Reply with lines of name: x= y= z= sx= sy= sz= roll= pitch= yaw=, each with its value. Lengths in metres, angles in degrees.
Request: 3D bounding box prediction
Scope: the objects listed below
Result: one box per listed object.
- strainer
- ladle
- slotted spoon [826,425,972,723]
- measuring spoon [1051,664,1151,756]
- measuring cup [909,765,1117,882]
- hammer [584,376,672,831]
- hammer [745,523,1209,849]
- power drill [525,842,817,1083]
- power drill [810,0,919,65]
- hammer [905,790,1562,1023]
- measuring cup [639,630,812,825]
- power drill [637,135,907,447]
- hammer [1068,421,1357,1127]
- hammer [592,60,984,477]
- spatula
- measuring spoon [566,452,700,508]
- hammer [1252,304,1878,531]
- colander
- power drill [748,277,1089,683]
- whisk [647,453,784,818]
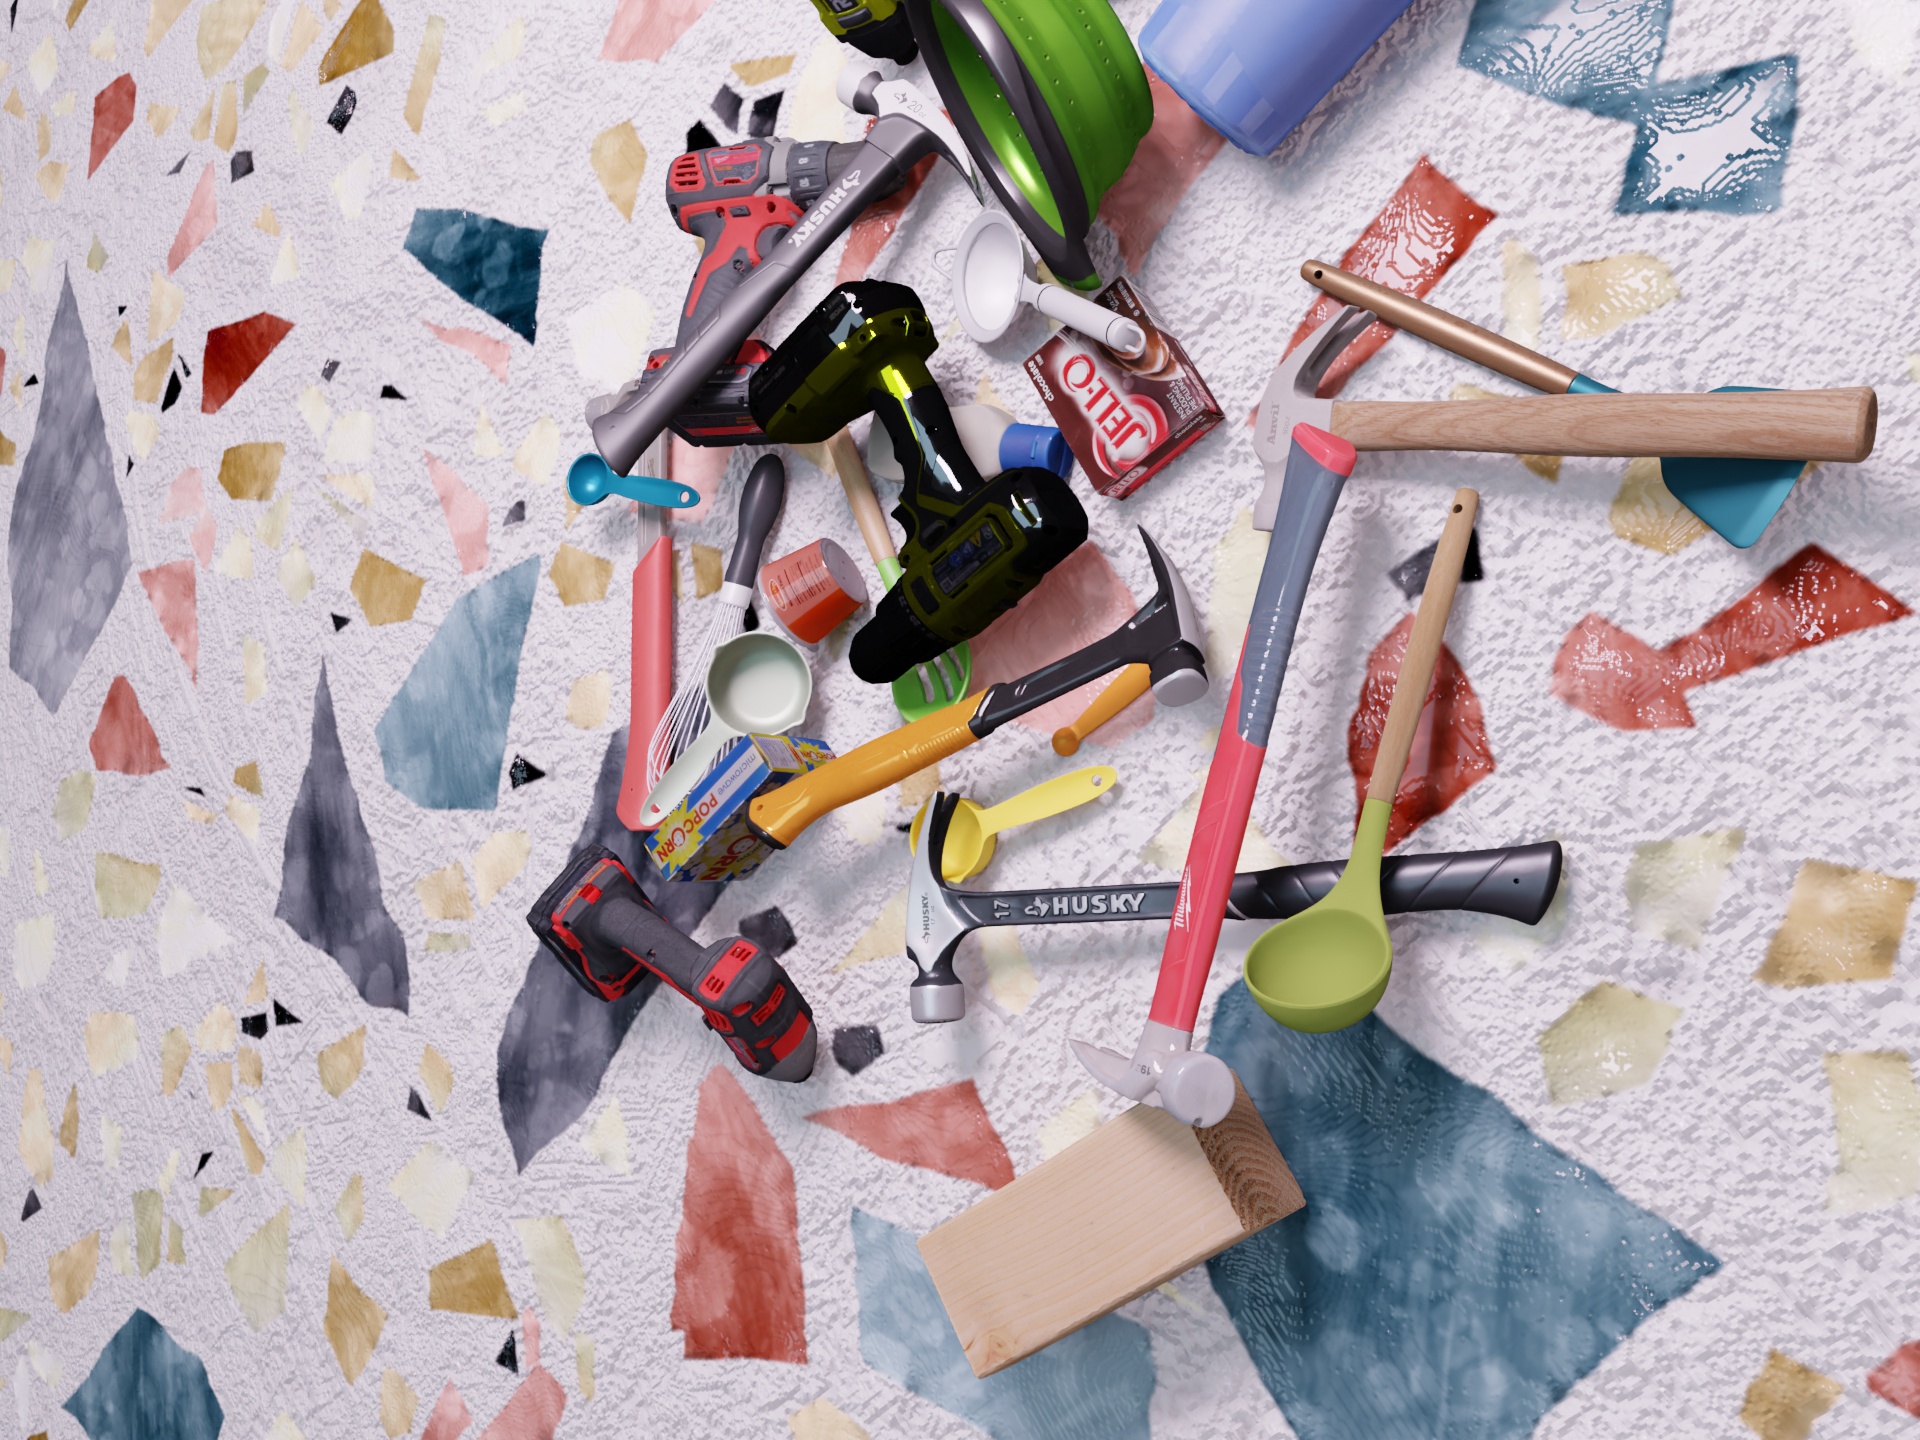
strainer: x=0.054 y=-0.270 z=1.019 sx=0.259 sy=0.050 sz=0.086 roll=46 pitch=132 yaw=54
ladle: x=0.231 y=0.016 z=0.868 sx=0.078 sy=0.062 sz=0.320 roll=10 pitch=78 yaw=42
slotted spoon: x=-0.059 y=-0.135 z=1.131 sx=0.070 sy=0.031 sz=0.314 roll=-33 pitch=66 yaw=27
measuring spoon: x=0.100 y=-0.017 z=1.020 sx=0.117 sy=0.011 sz=0.021 roll=-43 pitch=64 yaw=23
measuring cup: x=0.038 y=0.062 z=1.049 sx=0.156 sy=0.029 sz=0.062 roll=-23 pitch=76 yaw=24
hammer: x=-0.234 y=-0.093 z=1.240 sx=0.149 sy=0.036 sz=0.359 roll=-5 pitch=82 yaw=34
hammer: x=-0.002 y=-0.003 z=1.024 sx=0.337 sy=0.034 sz=0.127 roll=-26 pitch=47 yaw=23
power drill: x=-0.195 y=0.182 z=1.134 sx=0.220 sy=0.143 sz=0.078 roll=21 pitch=61 yaw=34
power drill: x=-0.003 y=-0.521 z=1.055 sx=0.223 sy=0.171 sz=0.080 roll=-8 pitch=70 yaw=26
hammer: x=0.144 y=0.101 z=0.948 sx=0.409 sy=0.036 sz=0.149 roll=-7 pitch=82 yaw=29
measuring cup: x=-0.173 y=0.009 z=1.145 sx=0.083 sy=0.038 sz=0.167 roll=40 pitch=91 yaw=-2
power drill: x=-0.137 y=-0.320 z=1.157 sx=0.188 sy=0.080 sz=0.227 roll=1 pitch=76 yaw=22
hammer: x=0.148 y=0.022 z=0.894 sx=0.143 sy=0.038 sz=0.386 roll=179 pitch=107 yaw=-71
hammer: x=-0.128 y=-0.297 z=1.088 sx=0.146 sy=0.035 sz=0.335 roll=41 pitch=87 yaw=25
spatula: x=0.312 y=-0.197 z=0.875 sx=0.318 sy=0.044 sz=0.082 roll=36 pitch=114 yaw=32
measuring spoon: x=-0.250 y=-0.179 z=1.232 sx=0.129 sy=0.021 sz=0.042 roll=13 pitch=90 yaw=25
hammer: x=0.303 y=-0.160 z=0.849 sx=0.331 sy=0.031 sz=0.130 roll=9 pitch=97 yaw=43
colander: x=0.014 y=-0.457 z=0.958 sx=0.094 sy=0.205 sz=0.396 roll=-32 pitch=111 yaw=1
power drill: x=-0.043 y=-0.153 z=1.049 sx=0.190 sy=0.080 sz=0.229 roll=-38 pitch=75 yaw=30
whisk: x=-0.177 y=-0.062 z=1.186 sx=0.070 sy=0.070 sz=0.284 roll=14 pitch=88 yaw=34
